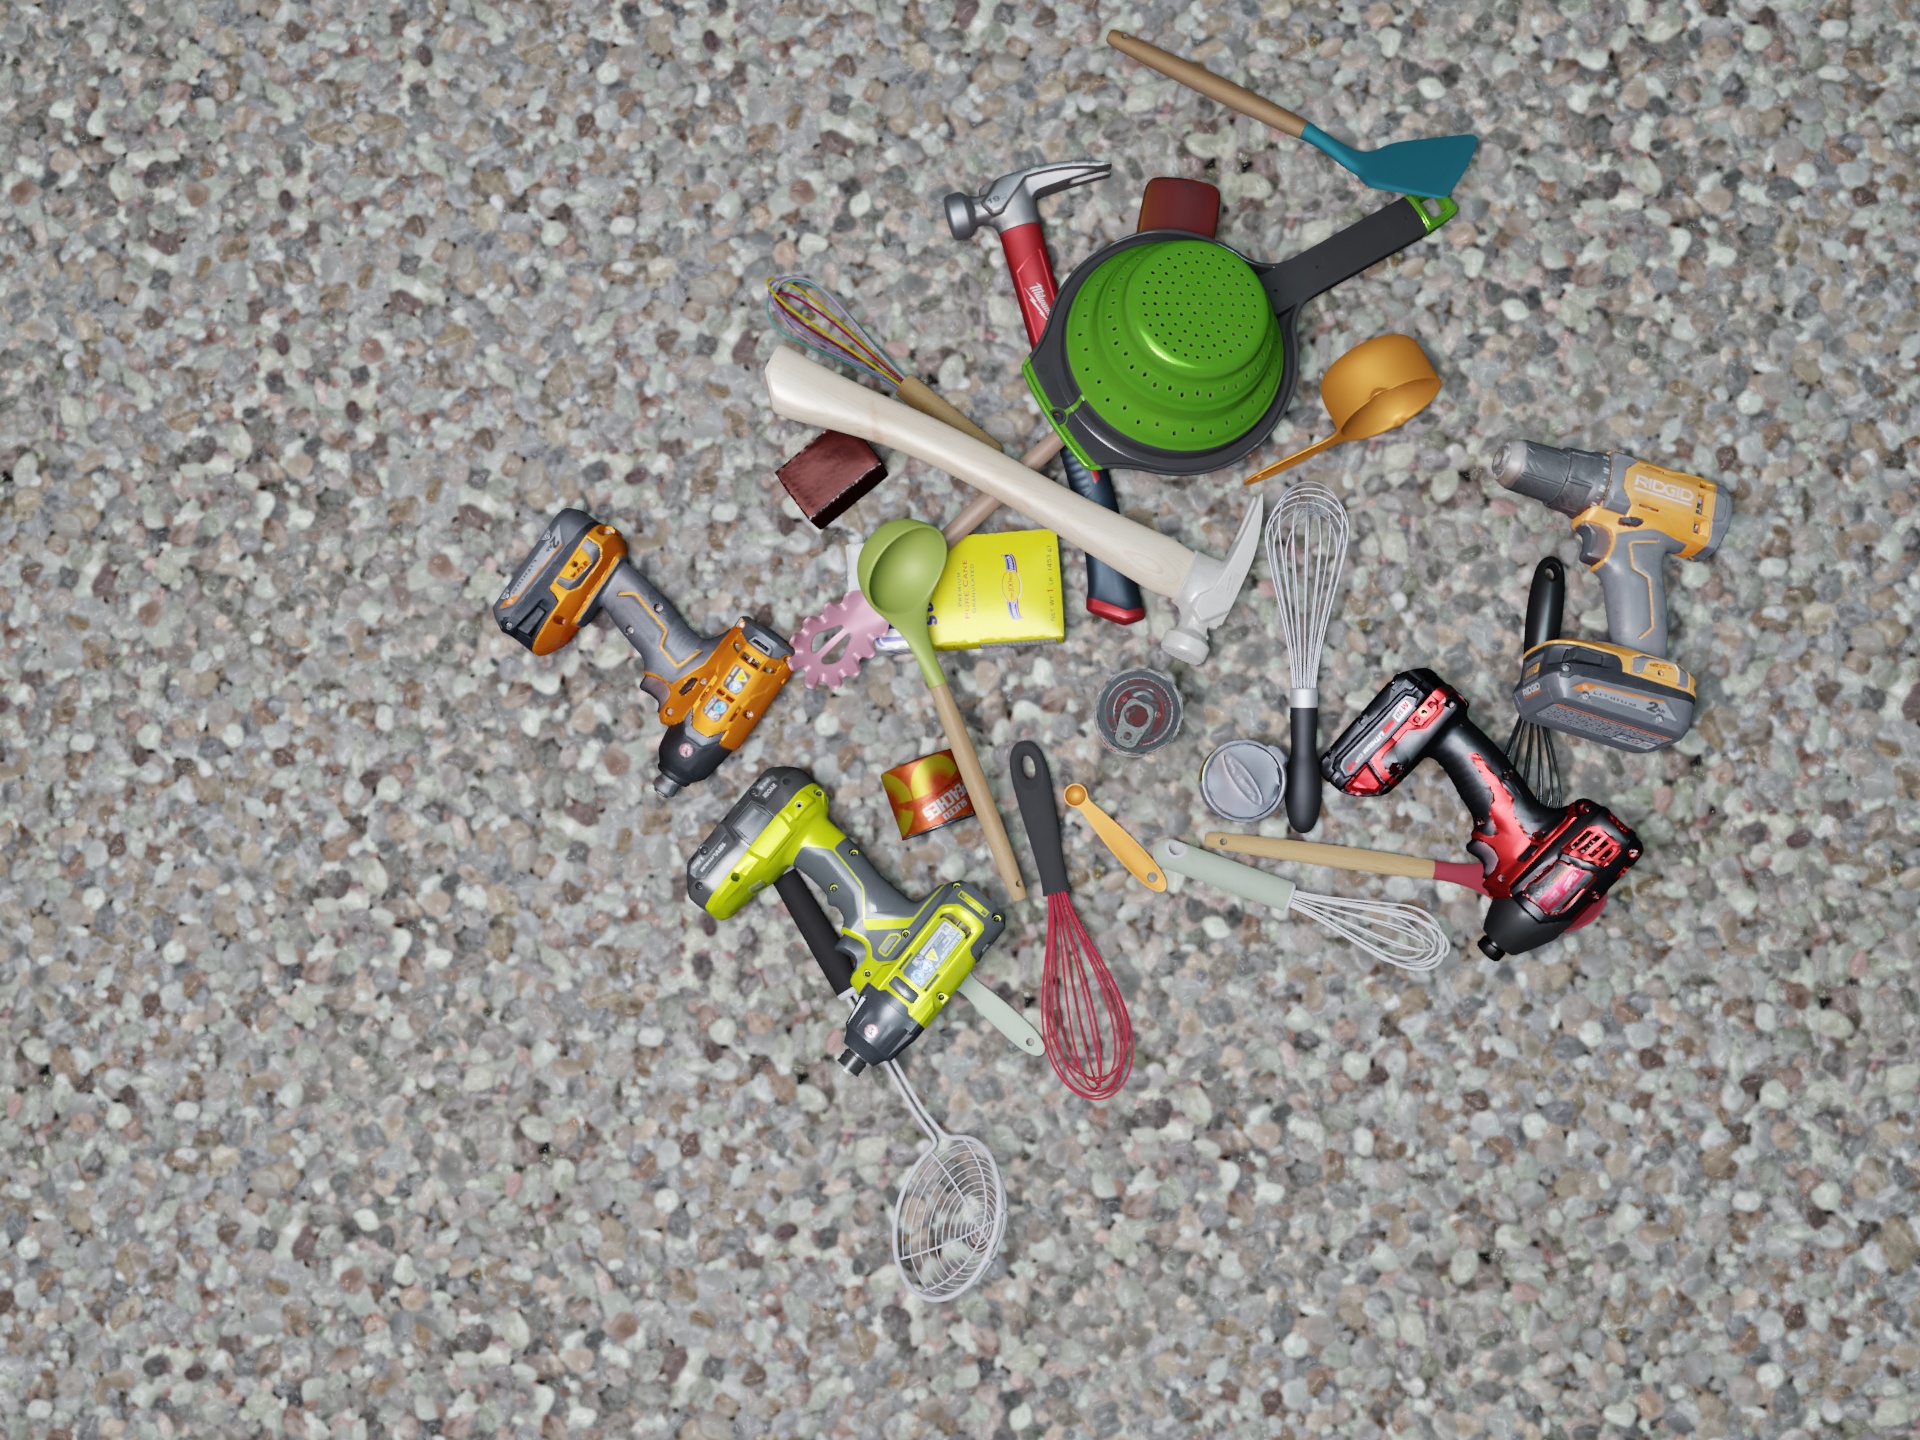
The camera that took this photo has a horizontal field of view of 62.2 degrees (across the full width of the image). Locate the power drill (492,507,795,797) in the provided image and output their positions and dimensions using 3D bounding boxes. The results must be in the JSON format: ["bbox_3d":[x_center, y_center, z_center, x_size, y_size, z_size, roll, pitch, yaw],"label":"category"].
[{"bbox_3d":[-0.267,-0.053,1.314,0.226,0.084,0.164,35,91,2],"label":"power drill"}]

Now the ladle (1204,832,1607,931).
[{"bbox_3d":[0.355,0.118,1.283,0.315,0.031,0.069,8,87,7],"label":"ladle"}]

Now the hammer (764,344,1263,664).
[{"bbox_3d":[0.040,-0.197,1.253,0.410,0.038,0.146,26,85,-7],"label":"hammer"}]

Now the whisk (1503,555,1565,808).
[{"bbox_3d":[0.462,-0.015,1.272,0.055,0.055,0.239,8,83,5],"label":"whisk"}]

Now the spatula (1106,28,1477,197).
[{"bbox_3d":[0.265,-0.508,1.314,0.317,0.044,0.082,28,64,7],"label":"spatula"}]

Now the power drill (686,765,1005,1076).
[{"bbox_3d":[-0.100,0.156,1.256,0.223,0.080,0.171,37,79,12],"label":"power drill"}]

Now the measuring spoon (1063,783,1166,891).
[{"bbox_3d":[0.128,0.097,1.311,0.021,0.011,0.117,-43,88,2],"label":"measuring spoon"}]

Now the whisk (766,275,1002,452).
[{"bbox_3d":[-0.067,-0.293,1.329,0.245,0.047,0.051,38,89,2],"label":"whisk"}]

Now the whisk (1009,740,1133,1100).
[{"bbox_3d":[0.082,0.159,1.289,0.073,0.073,0.296,-13,80,4],"label":"whisk"}]

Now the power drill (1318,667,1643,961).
[{"bbox_3d":[0.391,0.073,1.223,0.220,0.078,0.143,44,109,18],"label":"power drill"}]

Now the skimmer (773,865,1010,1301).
[{"bbox_3d":[-0.076,0.281,1.275,0.127,0.090,0.363,-36,81,34],"label":"skimmer"}]

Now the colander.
[{"bbox_3d":[0.240,-0.340,1.241,0.397,0.094,0.204,-31,84,-12],"label":"colander"}]

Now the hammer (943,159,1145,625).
[{"bbox_3d":[0.103,-0.270,1.317,0.143,0.038,0.386,-15,86,2],"label":"hammer"}]

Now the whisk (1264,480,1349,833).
[{"bbox_3d":[0.277,-0.051,1.286,0.070,0.070,0.284,1,92,4],"label":"whisk"}]

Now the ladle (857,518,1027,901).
[{"bbox_3d":[-0.002,-0.004,1.246,0.078,0.062,0.320,-26,101,-29],"label":"ladle"}]

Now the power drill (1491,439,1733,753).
[{"bbox_3d":[0.491,-0.107,1.235,0.185,0.084,0.226,17,74,-3],"label":"power drill"}]

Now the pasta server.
[{"bbox_3d":[-0.014,-0.142,1.275,0.316,0.040,0.060,-42,99,-2],"label":"pasta server"}]

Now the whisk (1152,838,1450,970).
[{"bbox_3d":[0.272,0.145,1.281,0.246,0.059,0.058,19,52,9],"label":"whisk"}]

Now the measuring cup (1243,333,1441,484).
[{"bbox_3d":[0.298,-0.252,1.289,0.173,0.095,0.052,-27,74,22],"label":"measuring cup"}]

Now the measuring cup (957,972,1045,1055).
[{"bbox_3d":[0.004,0.217,1.297,0.167,0.038,0.083,41,91,7],"label":"measuring cup"}]
